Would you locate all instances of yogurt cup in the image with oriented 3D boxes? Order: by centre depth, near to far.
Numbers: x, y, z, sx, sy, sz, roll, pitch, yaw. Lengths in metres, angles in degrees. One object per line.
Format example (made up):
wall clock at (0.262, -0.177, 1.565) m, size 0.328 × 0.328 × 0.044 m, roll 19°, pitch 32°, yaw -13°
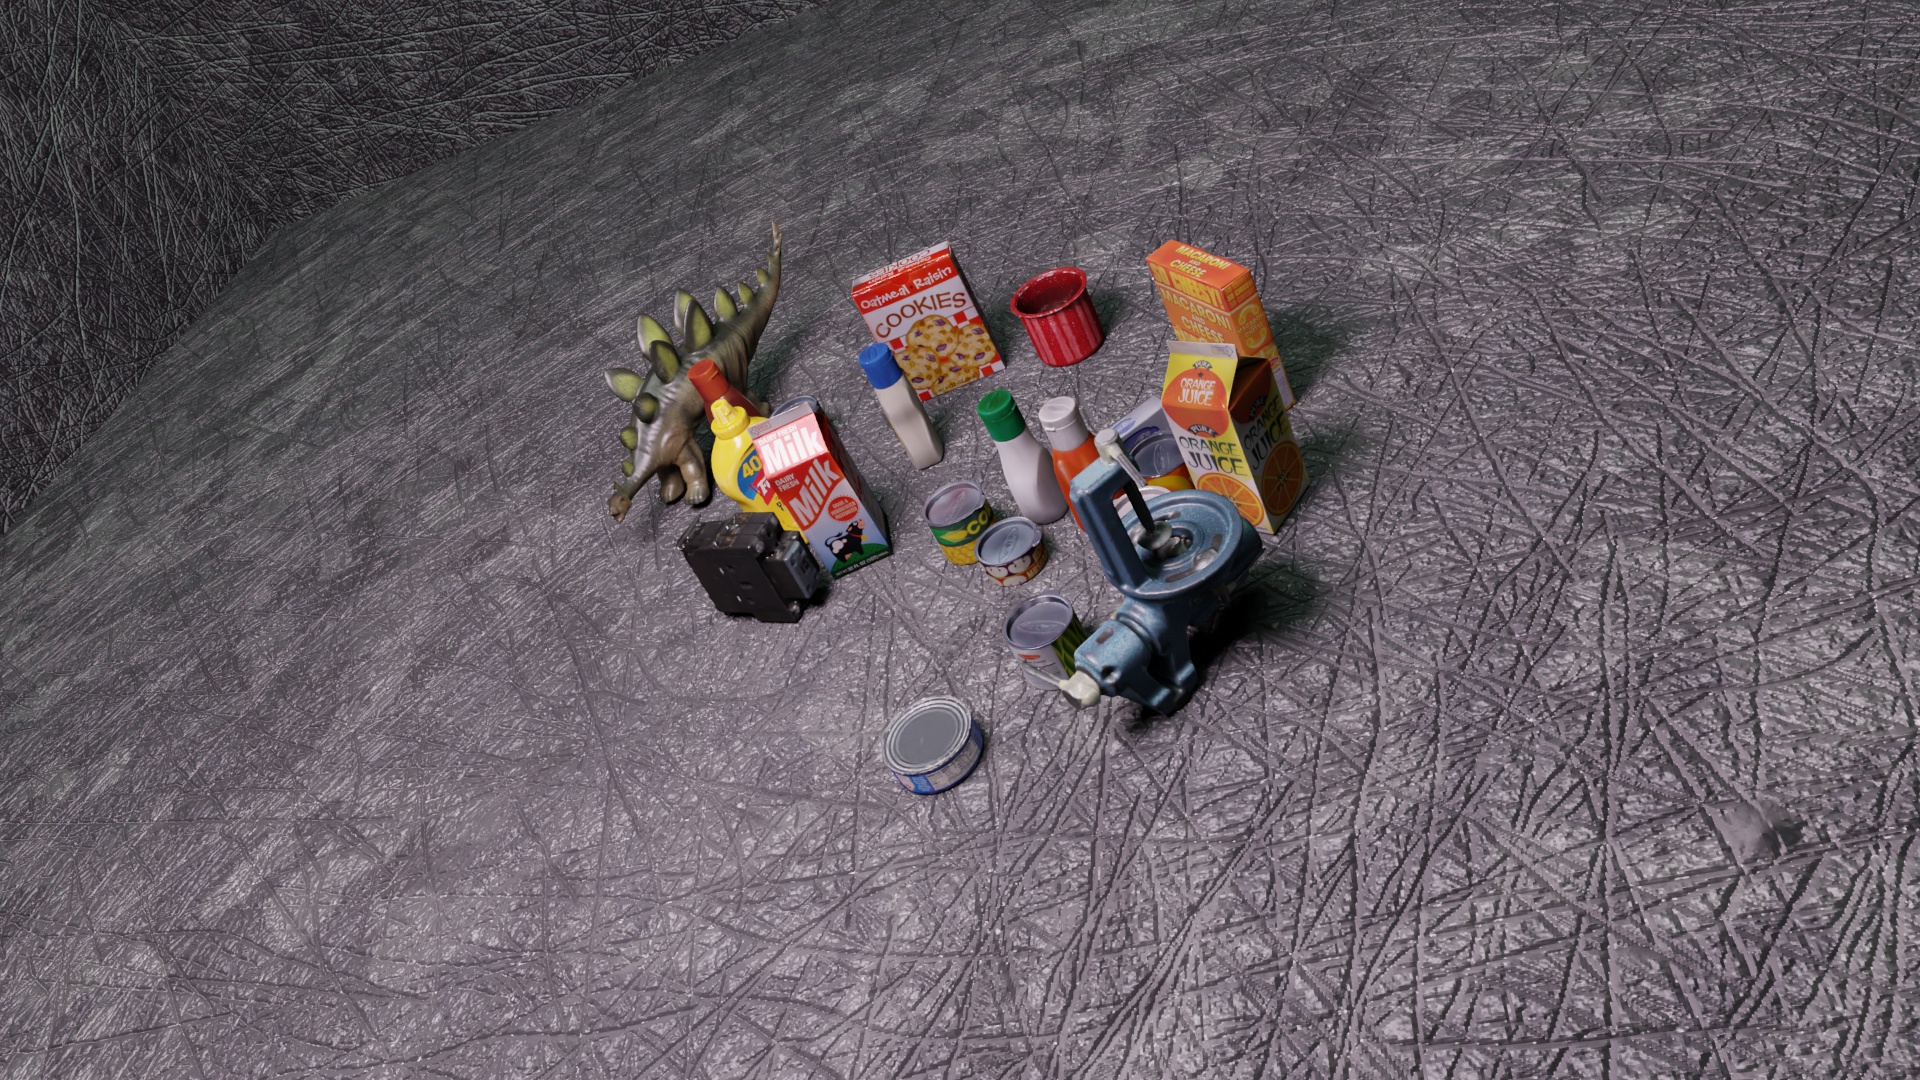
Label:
yogurt cup at (0.175, -0.009, 1.284) m, size 0.072 × 0.053 × 0.073 m, roll -18°, pitch 38°, yaw 15°

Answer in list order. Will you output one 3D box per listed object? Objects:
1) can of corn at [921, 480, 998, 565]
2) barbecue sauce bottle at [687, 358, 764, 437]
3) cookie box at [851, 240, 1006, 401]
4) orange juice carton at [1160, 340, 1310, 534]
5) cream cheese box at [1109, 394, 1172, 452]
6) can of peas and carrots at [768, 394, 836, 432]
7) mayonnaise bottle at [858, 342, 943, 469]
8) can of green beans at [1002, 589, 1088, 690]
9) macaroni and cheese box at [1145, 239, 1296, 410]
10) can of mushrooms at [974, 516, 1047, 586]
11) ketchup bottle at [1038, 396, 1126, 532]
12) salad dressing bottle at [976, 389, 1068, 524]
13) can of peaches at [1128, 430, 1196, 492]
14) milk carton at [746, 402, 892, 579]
can of corn at (0.005, -0.018, 1.404) m, size 0.071 × 0.058 × 0.071 m, roll -18°, pitch 38°, yaw 15°
barbecue sauce bottle at (-0.276, -0.151, 1.674) m, size 0.043 × 0.148 × 0.065 m, roll 9°, pitch 51°, yaw 41°
cookie box at (-0.036, -0.251, 1.618) m, size 0.123 × 0.166 × 0.040 m, roll -21°, pitch 37°, yaw 11°
orange juice carton at (0.241, -0.101, 1.234) m, size 0.072 × 0.192 × 0.073 m, roll 13°, pitch 54°, yaw 43°
cream cheese box at (0.170, -0.094, 1.391) m, size 0.104 × 0.053 × 0.024 m, roll -37°, pitch 37°, yaw -10°
can of peas and carrots at (-0.186, -0.133, 1.669) m, size 0.071 × 0.058 × 0.071 m, roll -18°, pitch 38°, yaw 15°
mayonnaise bottle at (-0.066, -0.150, 1.534) m, size 0.041 × 0.147 × 0.065 m, roll -24°, pitch 36°, yaw 7°
can of green beans at (0.078, 0.090, 1.227) m, size 0.071 × 0.057 × 0.071 m, roll -18°, pitch 38°, yaw 15°
macaroni and cheese box at (0.258, -0.208, 1.373) m, size 0.040 × 0.165 × 0.124 m, roll -37°, pitch 37°, yaw -10°
can of mushrooms at (0.052, 0.011, 1.359) m, size 0.071 × 0.033 × 0.071 m, roll -18°, pitch 38°, yaw 15°
ketchup bottle at (0.117, -0.068, 1.314) m, size 0.065 × 0.148 × 0.044 m, roll 10°, pitch 51°, yaw 41°
salad dressing bottle at (0.061, -0.082, 1.369) m, size 0.044 × 0.147 × 0.064 m, roll -5°, pitch 42°, yaw 29°
can of peaches at (0.200, -0.063, 1.329) m, size 0.071 × 0.058 × 0.071 m, roll -18°, pitch 38°, yaw 15°
milk carton at (-0.145, -0.058, 1.441) m, size 0.072 × 0.189 × 0.074 m, roll -24°, pitch 36°, yaw 8°
